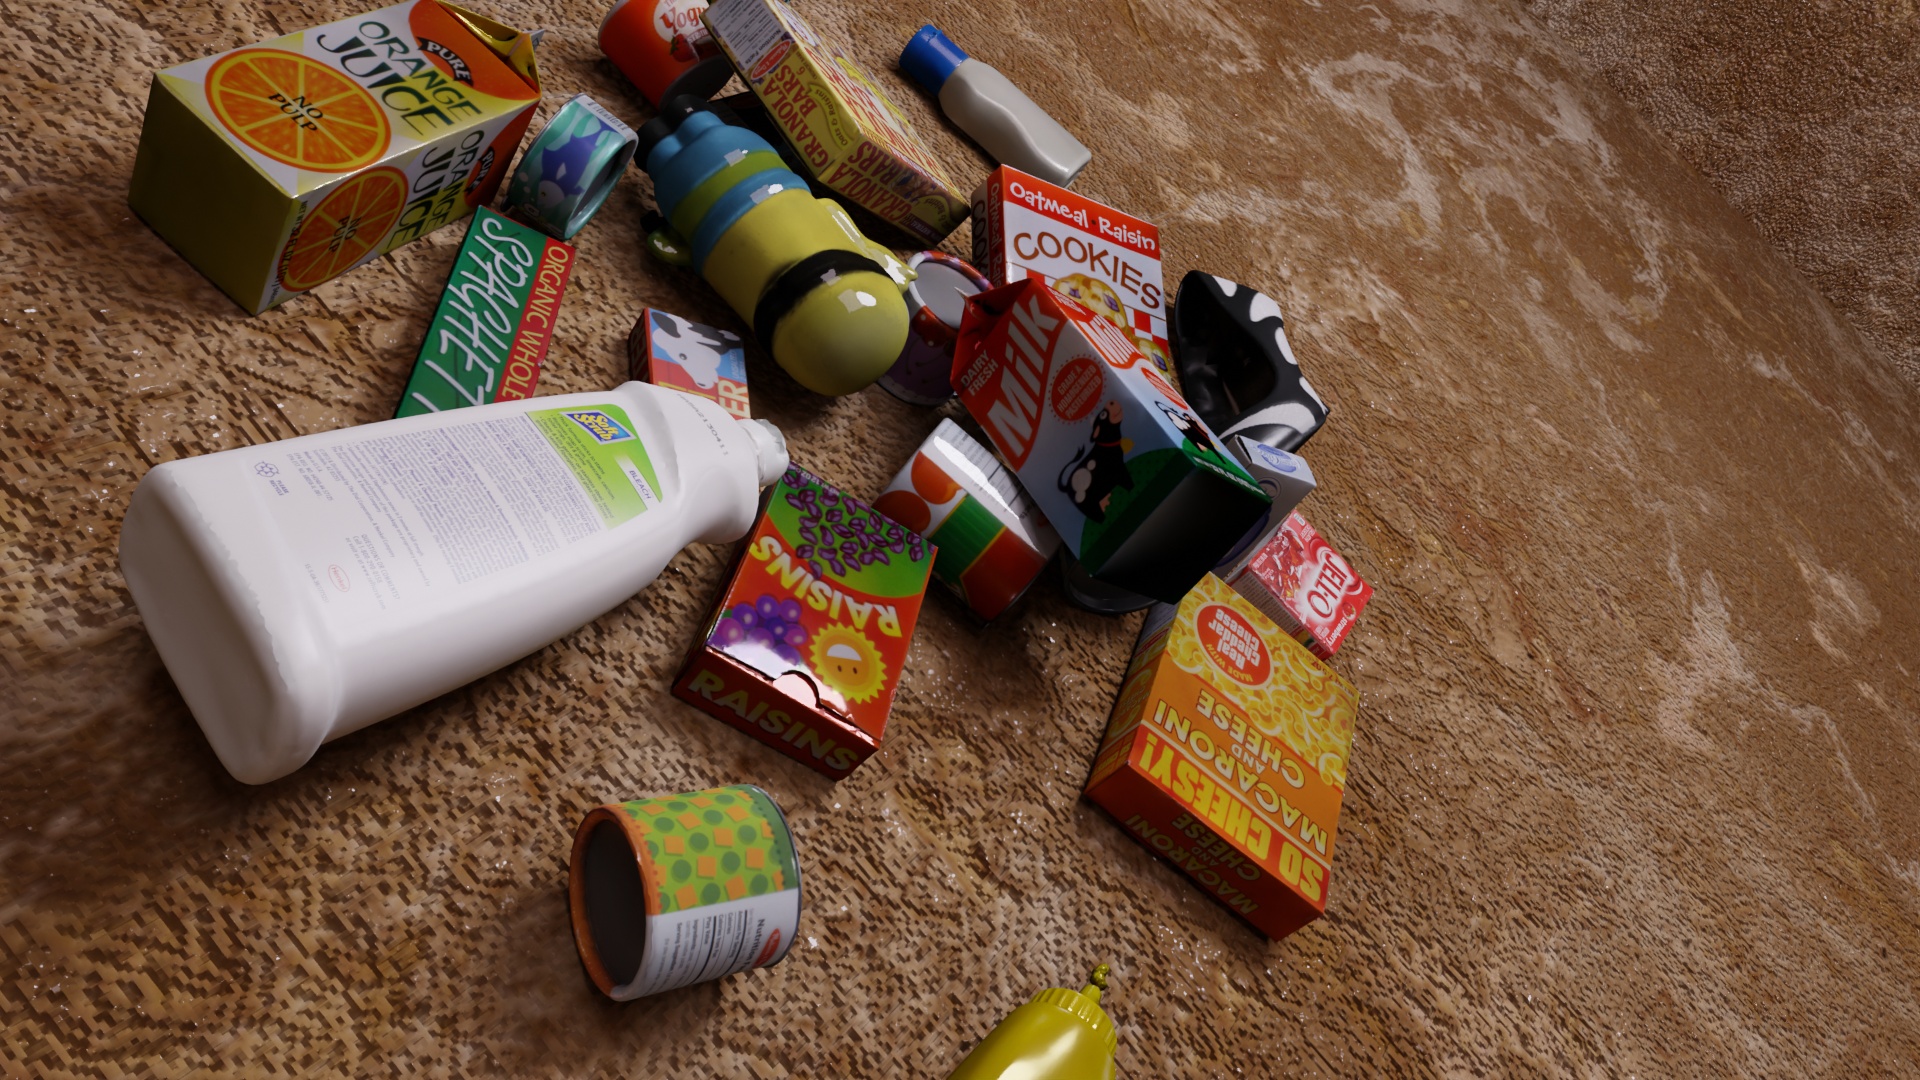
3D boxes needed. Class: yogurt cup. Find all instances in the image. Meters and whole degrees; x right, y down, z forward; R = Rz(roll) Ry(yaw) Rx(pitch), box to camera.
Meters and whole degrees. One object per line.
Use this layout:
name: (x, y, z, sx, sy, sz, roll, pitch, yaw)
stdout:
yogurt cup: (-0.165, -0.281, 0.795, 0.054, 0.072, 0.073, 54, 40, 1)

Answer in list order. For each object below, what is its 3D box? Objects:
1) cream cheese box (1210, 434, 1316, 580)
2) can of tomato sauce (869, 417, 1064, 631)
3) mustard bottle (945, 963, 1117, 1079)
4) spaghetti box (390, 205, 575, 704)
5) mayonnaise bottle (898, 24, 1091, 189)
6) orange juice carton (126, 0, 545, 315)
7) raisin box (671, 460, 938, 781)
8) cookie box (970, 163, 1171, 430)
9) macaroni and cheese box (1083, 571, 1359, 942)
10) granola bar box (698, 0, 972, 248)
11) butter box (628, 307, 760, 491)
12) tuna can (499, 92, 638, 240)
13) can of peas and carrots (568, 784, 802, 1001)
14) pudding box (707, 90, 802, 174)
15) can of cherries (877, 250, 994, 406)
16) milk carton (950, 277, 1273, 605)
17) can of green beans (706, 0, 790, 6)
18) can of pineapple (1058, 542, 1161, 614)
cream cheese box: (0.145, -0.011, 0.777, 0.053, 0.103, 0.024, 14, 41, -33)
can of tomato sauce: (0.002, -0.009, 0.689, 0.083, 0.071, 0.071, 40, 39, -3)
mustard bottle: (0.023, 0.216, 0.517, 0.065, 0.048, 0.161, 46, 39, 3)
spaghetti box: (-0.209, -0.048, 0.576, 0.050, 0.028, 0.251, 23, 44, -24)
mayonnaise bottle: (0.023, -0.304, 0.988, 0.148, 0.041, 0.065, 41, 38, -1)
orange juice carton: (-0.259, -0.181, 0.620, 0.073, 0.071, 0.194, 42, 40, -2)
raisin box: (-0.065, 0.033, 0.615, 0.086, 0.040, 0.124, 32, 41, -15)
cookie box: (0.067, -0.133, 0.842, 0.123, 0.040, 0.168, 14, 62, -30)
macaroni and cheese box: (0.141, 0.104, 0.720, 0.123, 0.040, 0.167, 38, 39, -6)
granola bar box: (-0.068, -0.244, 0.810, 0.124, 0.039, 0.166, 55, 16, 14)
butter box: (-0.127, -0.061, 0.658, 0.053, 0.024, 0.104, 13, 48, -32)
tuna can: (-0.191, -0.181, 0.682, 0.033, 0.070, 0.071, 36, 40, -10)
can of peas and carrots: (-0.099, 0.121, 0.489, 0.059, 0.070, 0.071, -1, 56, -40)
pudding box: (-0.129, -0.227, 0.800, 0.049, 0.030, 0.084, 45, 39, 4)
can of cherries: (-0.014, -0.118, 0.776, 0.071, 0.058, 0.072, 22, 44, -23)
milk carton: (0.061, -0.063, 0.694, 0.072, 0.073, 0.191, 19, 29, -45)
can of green beans: (-0.137, -0.371, 0.900, 0.071, 0.057, 0.071, 22, 44, -23)
can of pineapple: (0.086, -0.003, 0.747, 0.071, 0.070, 0.058, 17, 46, -28)
